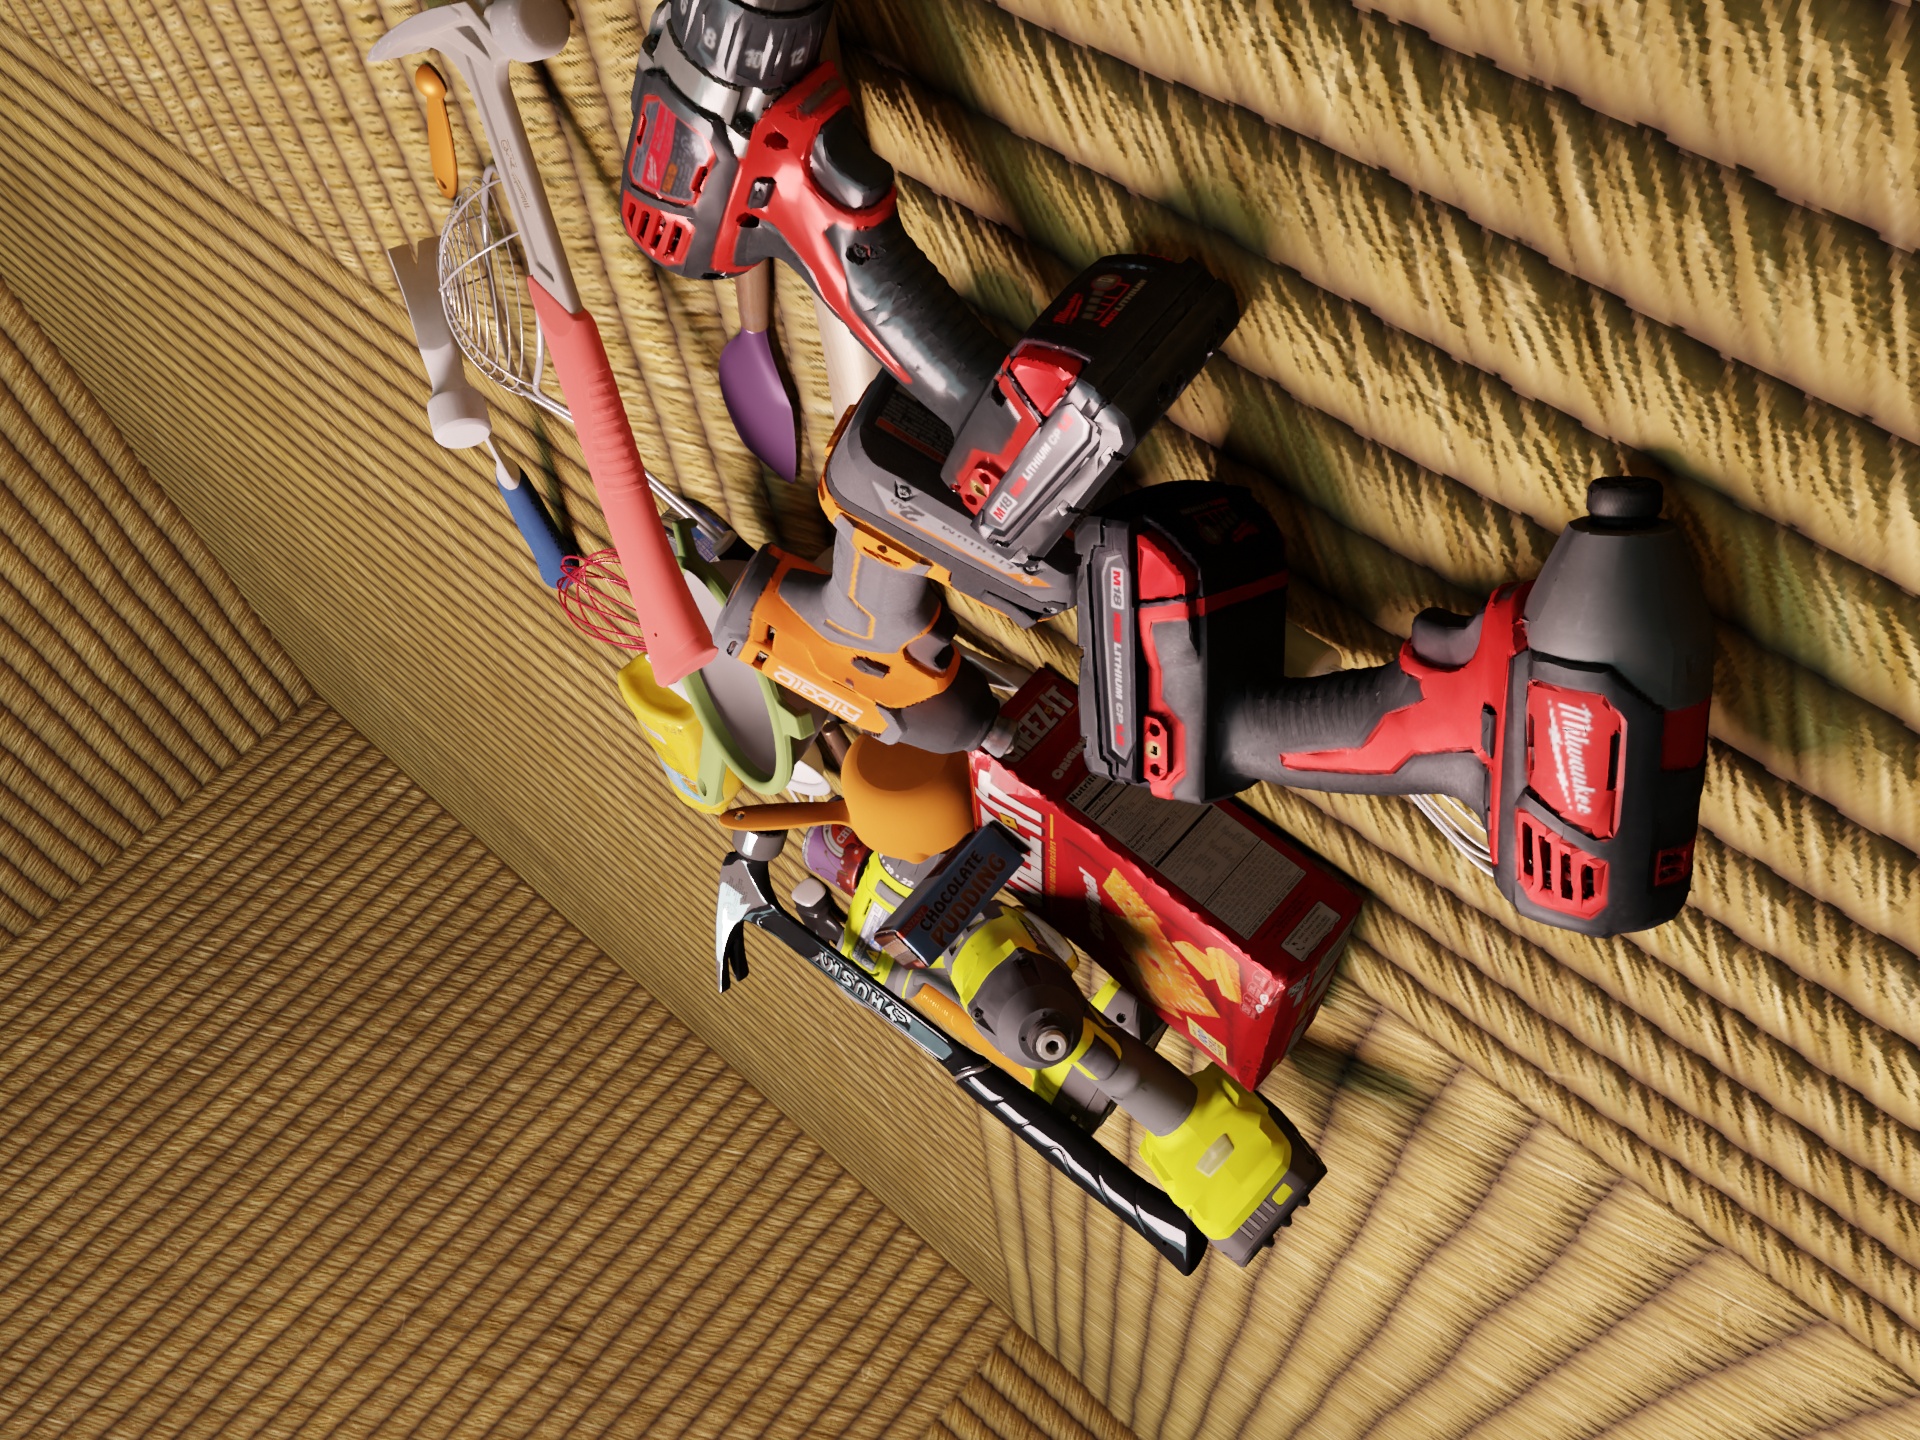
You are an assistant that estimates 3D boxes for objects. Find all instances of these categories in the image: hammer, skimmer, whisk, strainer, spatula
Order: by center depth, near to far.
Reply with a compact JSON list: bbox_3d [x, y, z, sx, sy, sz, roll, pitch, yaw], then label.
[{"bbox_3d":[0.151,-0.013,0.638,0.247,0.059,0.057,36,-175,32],"label":"whisk"},{"bbox_3d":[-0.039,-0.153,0.742,0.146,0.038,0.410,34,156,24],"label":"hammer"},{"bbox_3d":[-0.103,-0.212,0.774,0.060,0.018,0.315,41,160,12],"label":"spatula"},{"bbox_3d":[-0.204,-0.186,0.837,0.149,0.037,0.358,12,125,44],"label":"hammer"},{"bbox_3d":[-0.171,-0.170,0.962,0.363,0.090,0.127,42,165,-21],"label":"skimmer"},{"bbox_3d":[-0.126,-0.013,0.989,0.152,0.069,0.256,58,156,16],"label":"strainer"},{"bbox_3d":[-0.010,0.223,1.050,0.409,0.036,0.149,35,125,20],"label":"hammer"},{"bbox_3d":[-0.324,-0.186,1.128,0.405,0.035,0.144,103,149,-75],"label":"hammer"},{"bbox_3d":[-0.191,-0.060,1.167,0.296,0.073,0.073,25,152,28],"label":"whisk"},{"bbox_3d":[-0.159,0.003,1.168,0.087,0.050,0.258,14,164,26],"label":"strainer"},{"bbox_3d":[-0.024,0.263,1.477,0.337,0.034,0.127,29,153,35],"label":"hammer"}]

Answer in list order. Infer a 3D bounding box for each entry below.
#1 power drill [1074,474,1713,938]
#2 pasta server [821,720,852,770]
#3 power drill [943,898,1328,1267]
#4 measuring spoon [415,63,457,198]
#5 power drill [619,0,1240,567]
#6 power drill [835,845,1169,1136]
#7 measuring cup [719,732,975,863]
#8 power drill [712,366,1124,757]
[{"bbox_3d":[0.146,-0.021,0.552,0.220,0.078,0.143,16,117,43],"label":"power drill"},{"bbox_3d":[-0.030,0.110,1.195,0.060,0.040,0.315,23,150,44],"label":"pasta server"},{"bbox_3d":[0.093,0.202,0.899,0.223,0.080,0.171,40,-179,-13],"label":"power drill"},{"bbox_3d":[-0.306,-0.338,0.924,0.021,0.011,0.117,44,159,2],"label":"measuring spoon"},{"bbox_3d":[-0.016,-0.179,0.554,0.226,0.080,0.188,40,150,-1],"label":"power drill"},{"bbox_3d":[0.029,0.155,1.065,0.229,0.080,0.190,34,123,17],"label":"power drill"},{"bbox_3d":[-0.073,0.042,1.007,0.173,0.095,0.052,-5,138,5],"label":"measuring cup"},{"bbox_3d":[-0.013,-0.058,0.739,0.164,0.084,0.226,29,150,-9],"label":"power drill"}]
